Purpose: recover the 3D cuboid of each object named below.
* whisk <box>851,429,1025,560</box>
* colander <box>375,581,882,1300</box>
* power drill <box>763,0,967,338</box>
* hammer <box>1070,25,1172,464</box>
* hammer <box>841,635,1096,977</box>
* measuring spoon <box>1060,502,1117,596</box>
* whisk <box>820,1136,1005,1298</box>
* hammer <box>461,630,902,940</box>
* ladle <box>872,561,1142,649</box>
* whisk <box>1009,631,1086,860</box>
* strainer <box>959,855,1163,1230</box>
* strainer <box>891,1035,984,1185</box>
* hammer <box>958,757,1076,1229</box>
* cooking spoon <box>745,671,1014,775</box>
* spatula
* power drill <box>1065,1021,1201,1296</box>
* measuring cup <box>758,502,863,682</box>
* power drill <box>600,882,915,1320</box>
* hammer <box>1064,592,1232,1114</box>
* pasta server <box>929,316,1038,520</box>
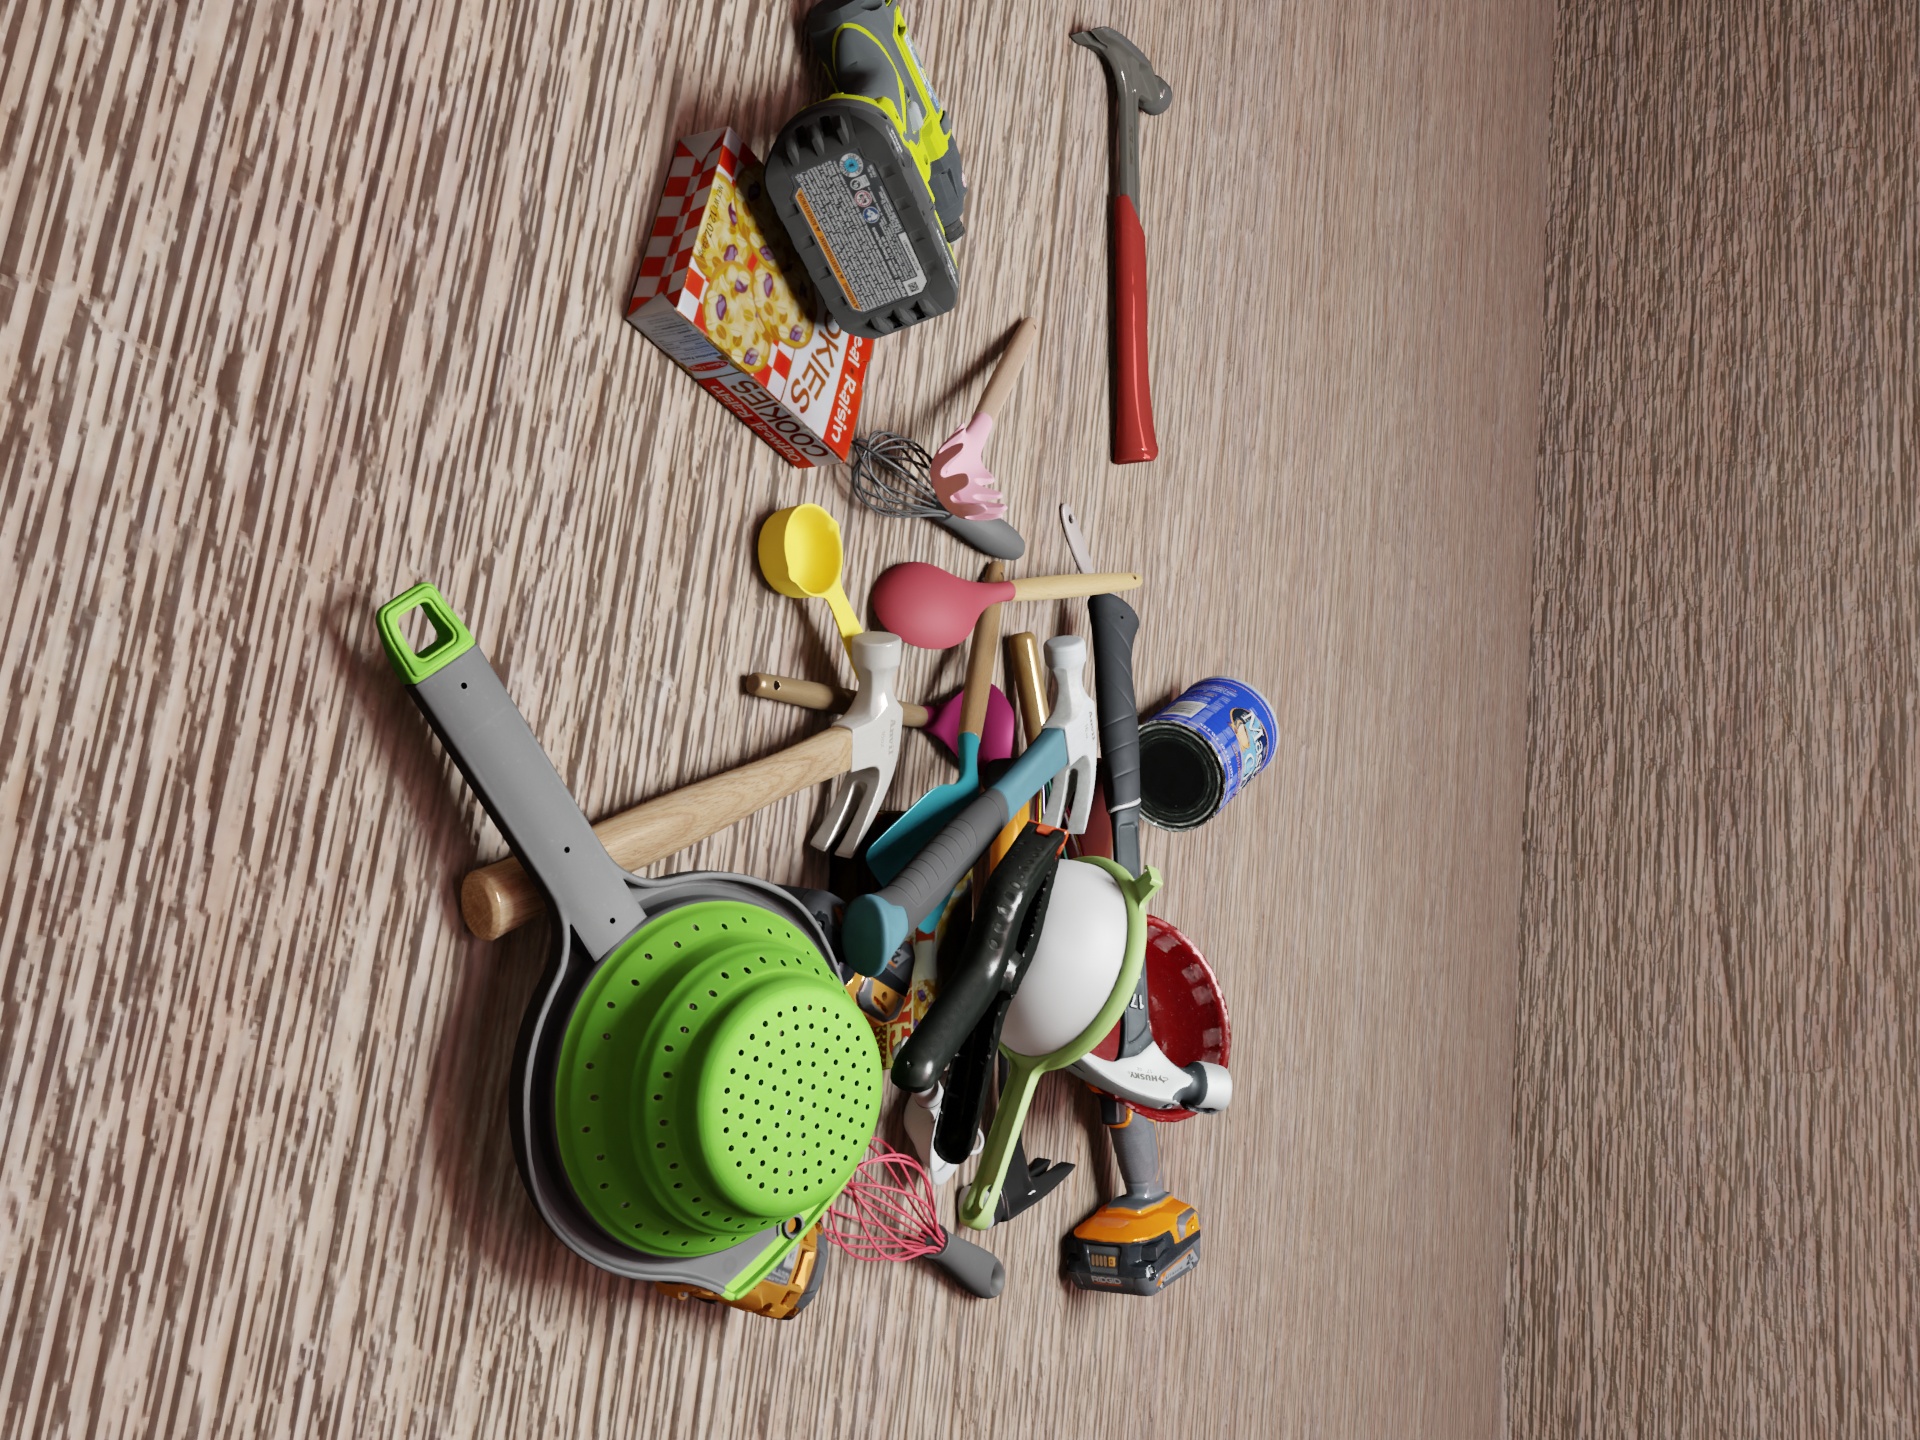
[{"bbox_3d":[-0.008,-0.149,1.109,0.238,0.055,0.055,19,73,-61],"label":"whisk"},{"bbox_3d":[-0.140,0.109,0.744,0.204,0.094,0.396,-43,117,-35],"label":"colander"},{"bbox_3d":[-0.044,-0.337,0.977,0.223,0.080,0.171,-83,151,-50],"label":"power drill"},{"bbox_3d":[0.144,-0.403,1.378,0.149,0.037,0.359,1,88,-59],"label":"hammer"},{"bbox_3d":[0.016,0.060,1.004,0.331,0.033,0.128,-41,128,-55],"label":"hammer"},{"bbox_3d":[0.111,-0.131,1.332,0.034,0.018,0.124,-61,137,-40],"label":"measuring spoon"},{"bbox_3d":[-0.026,0.343,1.060,0.295,0.073,0.073,55,44,-53],"label":"whisk"},{"bbox_3d":[-0.137,0.049,0.880,0.331,0.031,0.130,-25,123,-52],"label":"hammer"},{"bbox_3d":[0.050,-0.095,1.168,0.315,0.031,0.069,-11,68,-52],"label":"ladle"},{"bbox_3d":[0.065,0.054,1.212,0.051,0.047,0.245,-14,94,-86],"label":"whisk"},{"bbox_3d":[0.031,0.197,1.036,0.069,0.151,0.256,30,70,-30],"label":"strainer"},{"bbox_3d":[-0.021,0.240,1.022,0.258,0.050,0.087,77,28,-63],"label":"strainer"},{"bbox_3d":[0.041,0.195,1.180,0.127,0.034,0.337,-7,97,-58],"label":"hammer"},{"bbox_3d":[-0.042,-0.006,1.074,0.318,0.017,0.069,12,82,-59],"label":"cooking spoon"},{"bbox_3d":[-0.002,-0.003,1.090,0.082,0.044,0.318,54,31,-35],"label":"spatula"},{"bbox_3d":[0.131,0.343,1.298,0.164,0.084,0.226,3,82,-59],"label":"power drill"},{"bbox_3d":[-0.083,-0.063,0.993,0.062,0.029,0.156,-56,135,-43],"label":"measuring cup"},{"bbox_3d":[-0.121,0.205,0.883,0.185,0.084,0.226,42,59,-49],"label":"power drill"},{"bbox_3d":[0.117,0.081,1.181,0.149,0.036,0.409,15,57,-26],"label":"hammer"},{"bbox_3d":[0.027,-0.224,1.118,0.060,0.040,0.316,59,28,-25],"label":"pasta server"}]
